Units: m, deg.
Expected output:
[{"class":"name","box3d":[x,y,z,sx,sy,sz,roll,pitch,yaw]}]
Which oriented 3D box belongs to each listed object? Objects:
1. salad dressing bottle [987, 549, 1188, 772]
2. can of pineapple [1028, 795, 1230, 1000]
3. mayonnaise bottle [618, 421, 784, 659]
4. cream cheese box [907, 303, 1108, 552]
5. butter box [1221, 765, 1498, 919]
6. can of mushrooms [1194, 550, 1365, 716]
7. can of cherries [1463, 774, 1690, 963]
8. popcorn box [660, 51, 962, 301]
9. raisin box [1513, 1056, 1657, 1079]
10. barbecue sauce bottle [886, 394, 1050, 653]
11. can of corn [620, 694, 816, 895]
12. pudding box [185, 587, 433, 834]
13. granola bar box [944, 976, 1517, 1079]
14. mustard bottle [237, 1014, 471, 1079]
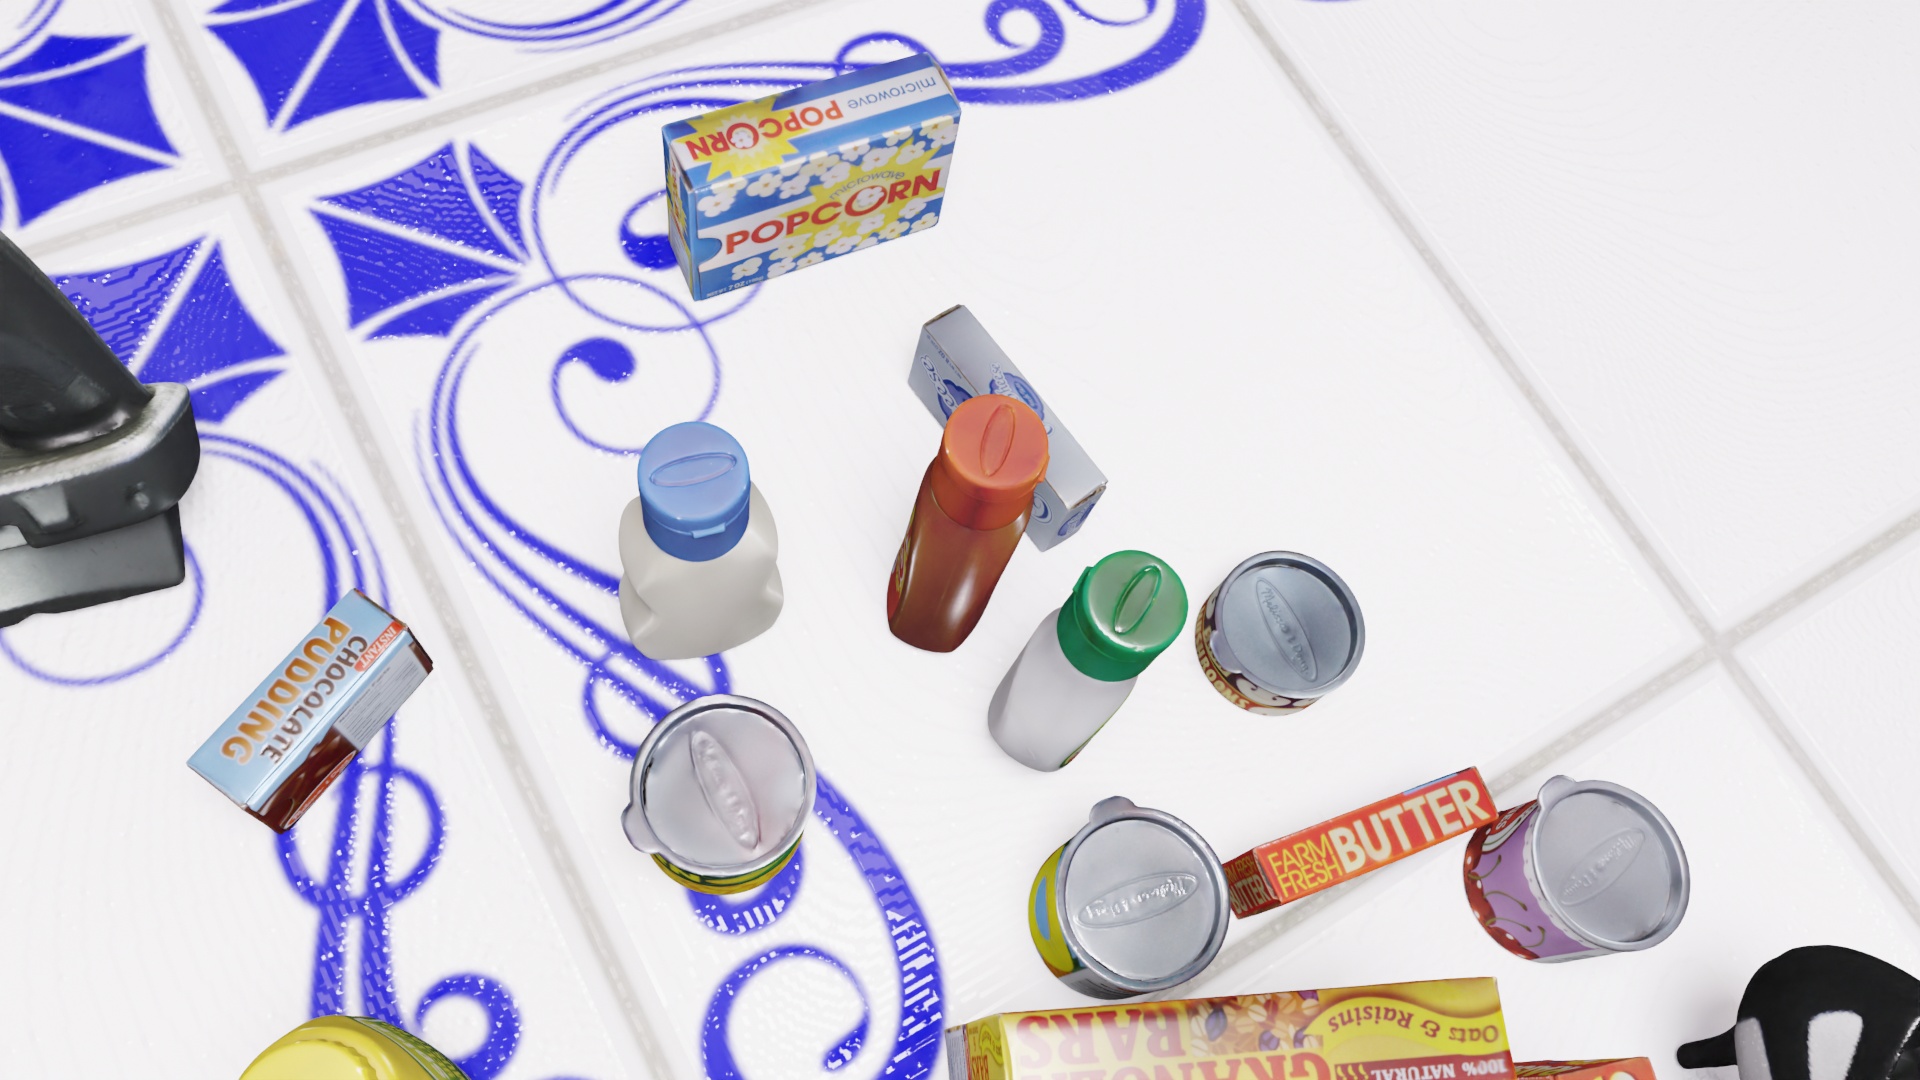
[{"class":"salad dressing bottle","box3d":[0.046,0.046,0.519,0.044,0.147,0.064,32,67,4]},{"class":"can of pineapple","box3d":[0.063,0.139,0.533,0.071,0.057,0.071,3,68,-8]},{"class":"mayonnaise bottle","box3d":[-0.096,0.004,0.513,0.065,0.147,0.041,-15,72,-15]},{"class":"cream cheese box","box3d":[0.019,-0.048,0.605,0.024,0.053,0.104,-33,77,-20]},{"class":"butter box","box3d":[0.158,0.122,0.558,0.104,0.053,0.024,-16,72,-15]},{"class":"can of mushrooms","box3d":[0.135,0.041,0.598,0.071,0.033,0.071,3,68,-8]},{"class":"can of cherries","box3d":[0.248,0.134,0.566,0.071,0.058,0.072,3,68,-8]},{"class":"popcorn box","box3d":[-0.067,-0.161,0.619,0.127,0.085,0.038,-22,73,-17]},{"class":"raisin box","box3d":[0.203,0.228,0.484,0.040,0.123,0.086,-6,70,-12]},{"class":"barbecue sauce bottle","box3d":[0.002,-0.007,0.533,0.044,0.148,0.065,18,67,-2]},{"class":"can of corn","box3d":[-0.091,0.098,0.523,0.071,0.058,0.071,3,68,-8]},{"class":"pudding box","box3d":[-0.239,0.064,0.517,0.030,0.049,0.084,34,67,5]},{"class":"granola bar box","box3d":[0.085,0.181,0.483,0.166,0.123,0.039,-1,69,-10]},{"class":"mustard bottle","box3d":[-0.185,0.174,0.421,0.065,0.159,0.049,33,67,5]}]
